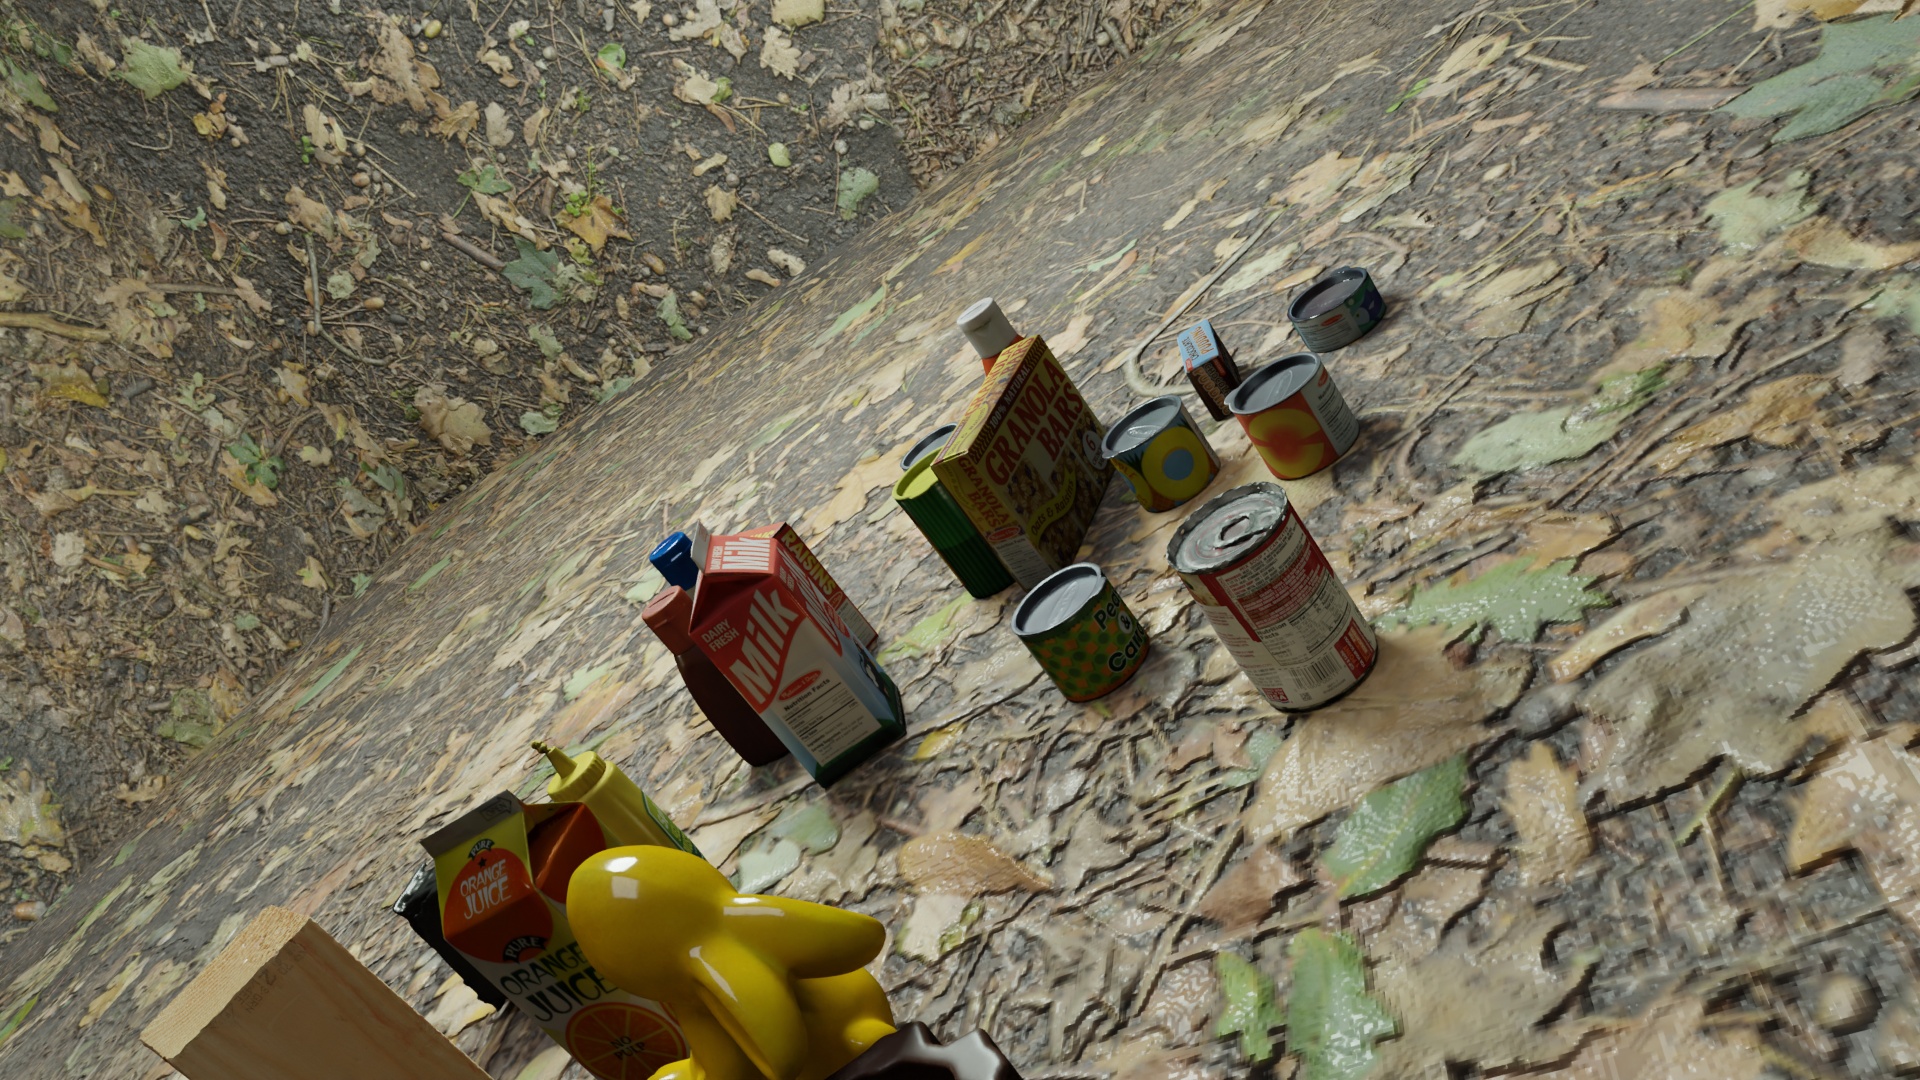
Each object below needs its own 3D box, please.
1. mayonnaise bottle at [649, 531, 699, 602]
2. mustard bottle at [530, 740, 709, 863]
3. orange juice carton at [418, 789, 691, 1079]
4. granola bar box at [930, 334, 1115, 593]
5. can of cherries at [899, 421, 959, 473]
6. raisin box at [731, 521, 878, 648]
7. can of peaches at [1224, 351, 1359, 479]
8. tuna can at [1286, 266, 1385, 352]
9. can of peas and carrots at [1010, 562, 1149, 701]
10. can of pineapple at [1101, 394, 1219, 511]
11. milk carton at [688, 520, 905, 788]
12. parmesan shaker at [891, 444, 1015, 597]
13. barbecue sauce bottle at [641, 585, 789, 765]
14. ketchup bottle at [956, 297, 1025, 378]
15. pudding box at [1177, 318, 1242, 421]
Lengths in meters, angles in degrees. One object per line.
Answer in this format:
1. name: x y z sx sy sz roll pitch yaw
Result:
1. mayonnaise bottle: -0.199 0.058 1.161 0.065 0.147 0.041 -41 21 -10
2. mustard bottle: -0.223 0.186 0.909 0.049 0.160 0.065 -40 20 -8
3. orange juice carton: -0.213 0.219 0.778 0.071 0.192 0.073 -29 22 21
4. granola bar box: 0.053 -0.060 1.043 0.039 0.124 0.166 -22 25 36
5. can of cherries: -0.012 -0.062 1.245 0.071 0.058 0.072 -32 21 14
6. raisin box: -0.135 0.046 1.120 0.086 0.123 0.040 -10 33 51
7. can of peaches: 0.219 -0.082 0.917 0.071 0.058 0.071 -32 21 14
8. tuna can: 0.284 -0.175 1.047 0.071 0.032 0.071 -32 21 14
9. can of peas and carrots: 0.076 0.056 0.853 0.071 0.058 0.071 -32 21 14
10. can of pineapple: 0.142 -0.061 0.996 0.071 0.057 0.071 -32 21 14
11. milk carton: -0.123 0.069 0.955 0.073 0.190 0.072 -35 20 6
12. parmesan shaker: 0.004 -0.013 1.052 0.071 0.103 0.071 -32 21 14
13. barbecue sauce bottle: -0.177 0.100 1.037 0.064 0.148 0.044 -29 22 21
14. ketchup bottle: 0.053 -0.135 1.167 0.064 0.148 0.044 -32 21 13
15. pudding box: 0.195 -0.133 1.078 0.030 0.049 0.084 -30 21 18
